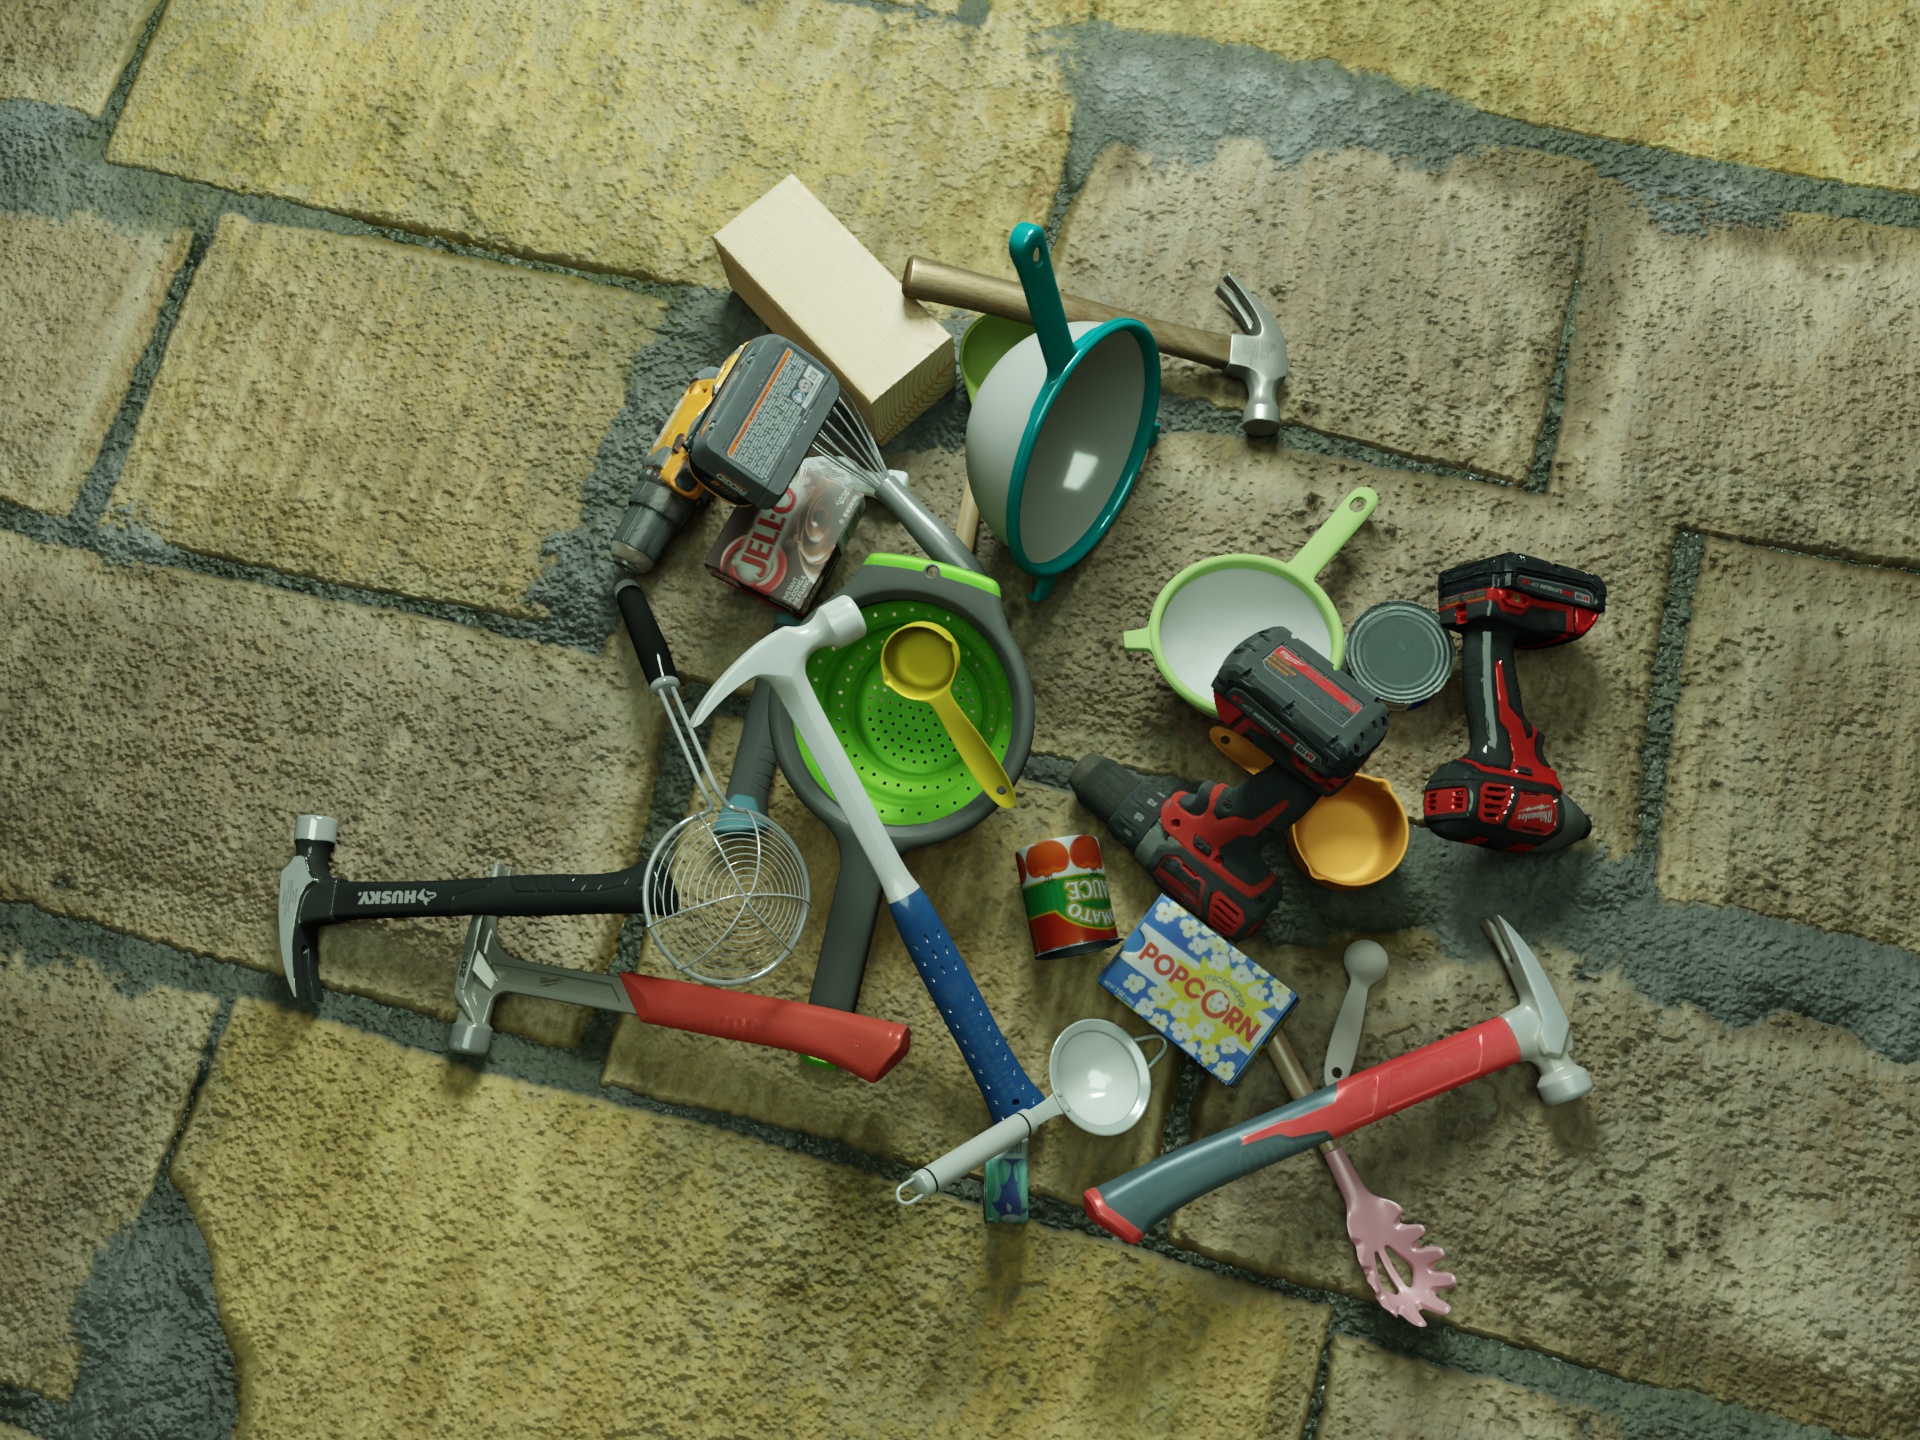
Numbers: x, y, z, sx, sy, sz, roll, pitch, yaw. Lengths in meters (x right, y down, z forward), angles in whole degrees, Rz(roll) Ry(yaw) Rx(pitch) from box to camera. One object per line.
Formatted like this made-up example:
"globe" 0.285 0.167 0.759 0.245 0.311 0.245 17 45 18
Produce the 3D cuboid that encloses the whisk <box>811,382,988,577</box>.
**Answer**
"whisk" -0.058 -0.192 1.292 0.055 0.055 0.239 -41 82 -8

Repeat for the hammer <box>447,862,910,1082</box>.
"hammer" -0.212 0.207 1.209 0.359 0.036 0.149 7 76 13

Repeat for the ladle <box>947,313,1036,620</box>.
"ladle" 0.014 -0.188 1.314 0.078 0.062 0.320 14 78 -15

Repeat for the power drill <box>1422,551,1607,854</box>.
"power drill" 0.429 -0.007 1.220 0.143 0.078 0.220 11 79 -24

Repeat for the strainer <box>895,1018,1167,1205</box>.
"strainer" 0.050 0.286 1.146 0.258 0.050 0.087 -20 77 -39

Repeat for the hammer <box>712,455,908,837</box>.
"hammer" -0.140 -0.063 1.299 0.128 0.033 0.331 12 76 5

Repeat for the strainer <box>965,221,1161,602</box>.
"strainer" 0.051 -0.255 1.198 0.095 0.340 0.211 27 72 26

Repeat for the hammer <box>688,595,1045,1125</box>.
"hammer" -0.052 0.120 1.159 0.144 0.035 0.405 -29 100 -11

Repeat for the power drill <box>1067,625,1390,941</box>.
"power drill" 0.188 0.038 1.173 0.188 0.226 0.080 40 42 16

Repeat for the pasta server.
"pasta server" 0.265 0.293 1.181 0.060 0.040 0.316 -22 74 -15

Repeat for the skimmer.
"skimmer" -0.218 0.036 1.233 0.127 0.090 0.364 -5 46 -28

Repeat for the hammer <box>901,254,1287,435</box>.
"hammer" 0.115 -0.332 1.313 0.331 0.031 0.130 11 72 -12

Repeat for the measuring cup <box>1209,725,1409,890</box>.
"measuring cup" 0.263 0.063 1.236 0.174 0.052 0.095 37 80 13

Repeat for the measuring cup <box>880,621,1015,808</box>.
"measuring cup" -0.002 -0.004 1.173 0.062 0.029 0.156 -30 99 17

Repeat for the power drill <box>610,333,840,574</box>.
"power drill" -0.198 -0.204 1.254 0.084 0.226 0.185 33 77 -24

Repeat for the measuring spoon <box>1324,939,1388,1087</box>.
"measuring spoon" 0.296 0.220 1.196 0.034 0.018 0.124 20 65 5

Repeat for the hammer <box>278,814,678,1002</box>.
"hammer" -0.374 0.141 1.223 0.335 0.035 0.146 -3 73 14

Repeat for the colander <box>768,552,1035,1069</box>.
"colander" -0.058 0.072 1.241 0.204 0.094 0.397 14 94 9

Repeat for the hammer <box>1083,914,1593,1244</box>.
"hammer" 0.263 0.269 1.152 0.386 0.038 0.143 -18 75 -13

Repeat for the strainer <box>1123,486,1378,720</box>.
"strainer" 0.255 -0.088 1.275 0.151 0.069 0.256 35 67 18
